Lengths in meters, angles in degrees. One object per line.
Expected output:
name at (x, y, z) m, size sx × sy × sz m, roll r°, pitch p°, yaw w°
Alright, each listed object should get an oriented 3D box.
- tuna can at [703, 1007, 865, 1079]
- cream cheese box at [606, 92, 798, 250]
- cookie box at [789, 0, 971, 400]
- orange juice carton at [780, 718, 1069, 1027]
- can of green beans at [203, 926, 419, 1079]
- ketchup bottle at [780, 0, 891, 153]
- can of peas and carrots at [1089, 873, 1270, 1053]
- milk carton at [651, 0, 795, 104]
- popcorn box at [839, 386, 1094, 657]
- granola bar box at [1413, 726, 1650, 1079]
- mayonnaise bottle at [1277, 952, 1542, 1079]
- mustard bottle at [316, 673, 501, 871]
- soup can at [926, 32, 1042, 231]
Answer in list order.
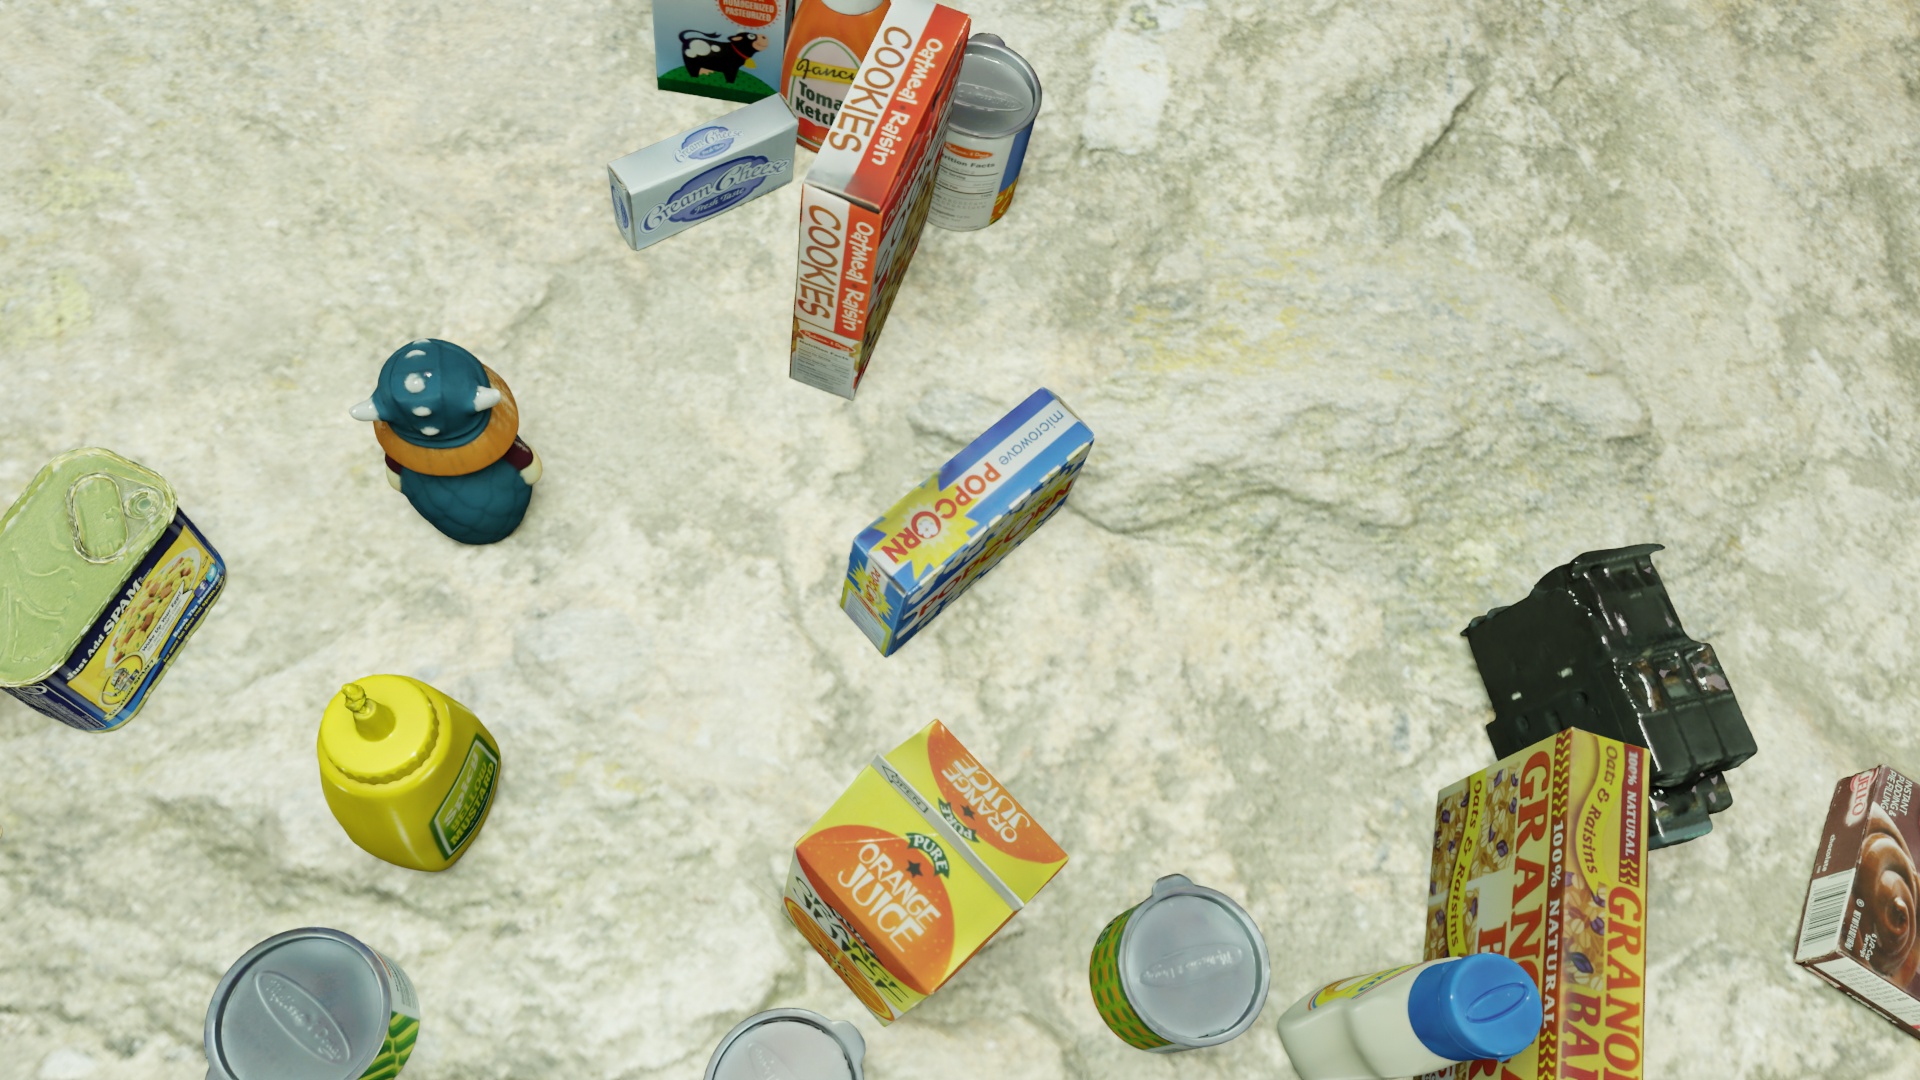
tuna can at (-0.072, 0.229, 0.578) m, size 0.071 × 0.032 × 0.071 m, roll 4°, pitch 66°, yaw -8°
cream cheese box at (-0.136, -0.197, 0.744) m, size 0.104 × 0.053 × 0.024 m, roll -30°, pitch 75°, yaw -20°
cookie box at (-0.042, -0.163, 0.683) m, size 0.040 × 0.166 × 0.123 m, roll 20°, pitch 65°, yaw -1°
orange juice carton at (-0.018, 0.132, 0.542) m, size 0.073 × 0.191 × 0.072 m, roll -40°, pitch 78°, yaw -22°
can of green beans at (-0.254, 0.191, 0.550) m, size 0.071 × 0.057 × 0.071 m, roll 4°, pitch 66°, yaw -8°
ketchup bottle at (-0.061, -0.265, 0.735) m, size 0.065 × 0.148 × 0.044 m, roll 19°, pitch 65°, yaw -1°
can of peas and carrots at (0.094, 0.187, 0.611) m, size 0.071 × 0.058 × 0.071 m, roll 4°, pitch 66°, yaw -8°
milk carton at (-0.122, -0.320, 0.726) m, size 0.073 × 0.189 × 0.072 m, roll 7°, pitch 66°, yaw -7°
popcorn box at (0.002, -0.008, 0.667) m, size 0.127 × 0.085 × 0.038 m, roll -40°, pitch 78°, yaw -22°
granola bar box at (0.247, 0.178, 0.604) m, size 0.039 × 0.123 × 0.166 m, roll 16°, pitch 65°, yaw -2°
mayonnaise bottle at (0.185, 0.197, 0.573) m, size 0.065 × 0.147 × 0.041 m, roll -18°, pitch 71°, yaw -17°
mustard bottle at (-0.219, 0.087, 0.546) m, size 0.049 × 0.159 × 0.065 m, roll 20°, pitch 65°, yaw -1°
soup can at (0.005, -0.223, 0.763) m, size 0.071 × 0.083 × 0.071 m, roll 4°, pitch 66°, yaw -8°
